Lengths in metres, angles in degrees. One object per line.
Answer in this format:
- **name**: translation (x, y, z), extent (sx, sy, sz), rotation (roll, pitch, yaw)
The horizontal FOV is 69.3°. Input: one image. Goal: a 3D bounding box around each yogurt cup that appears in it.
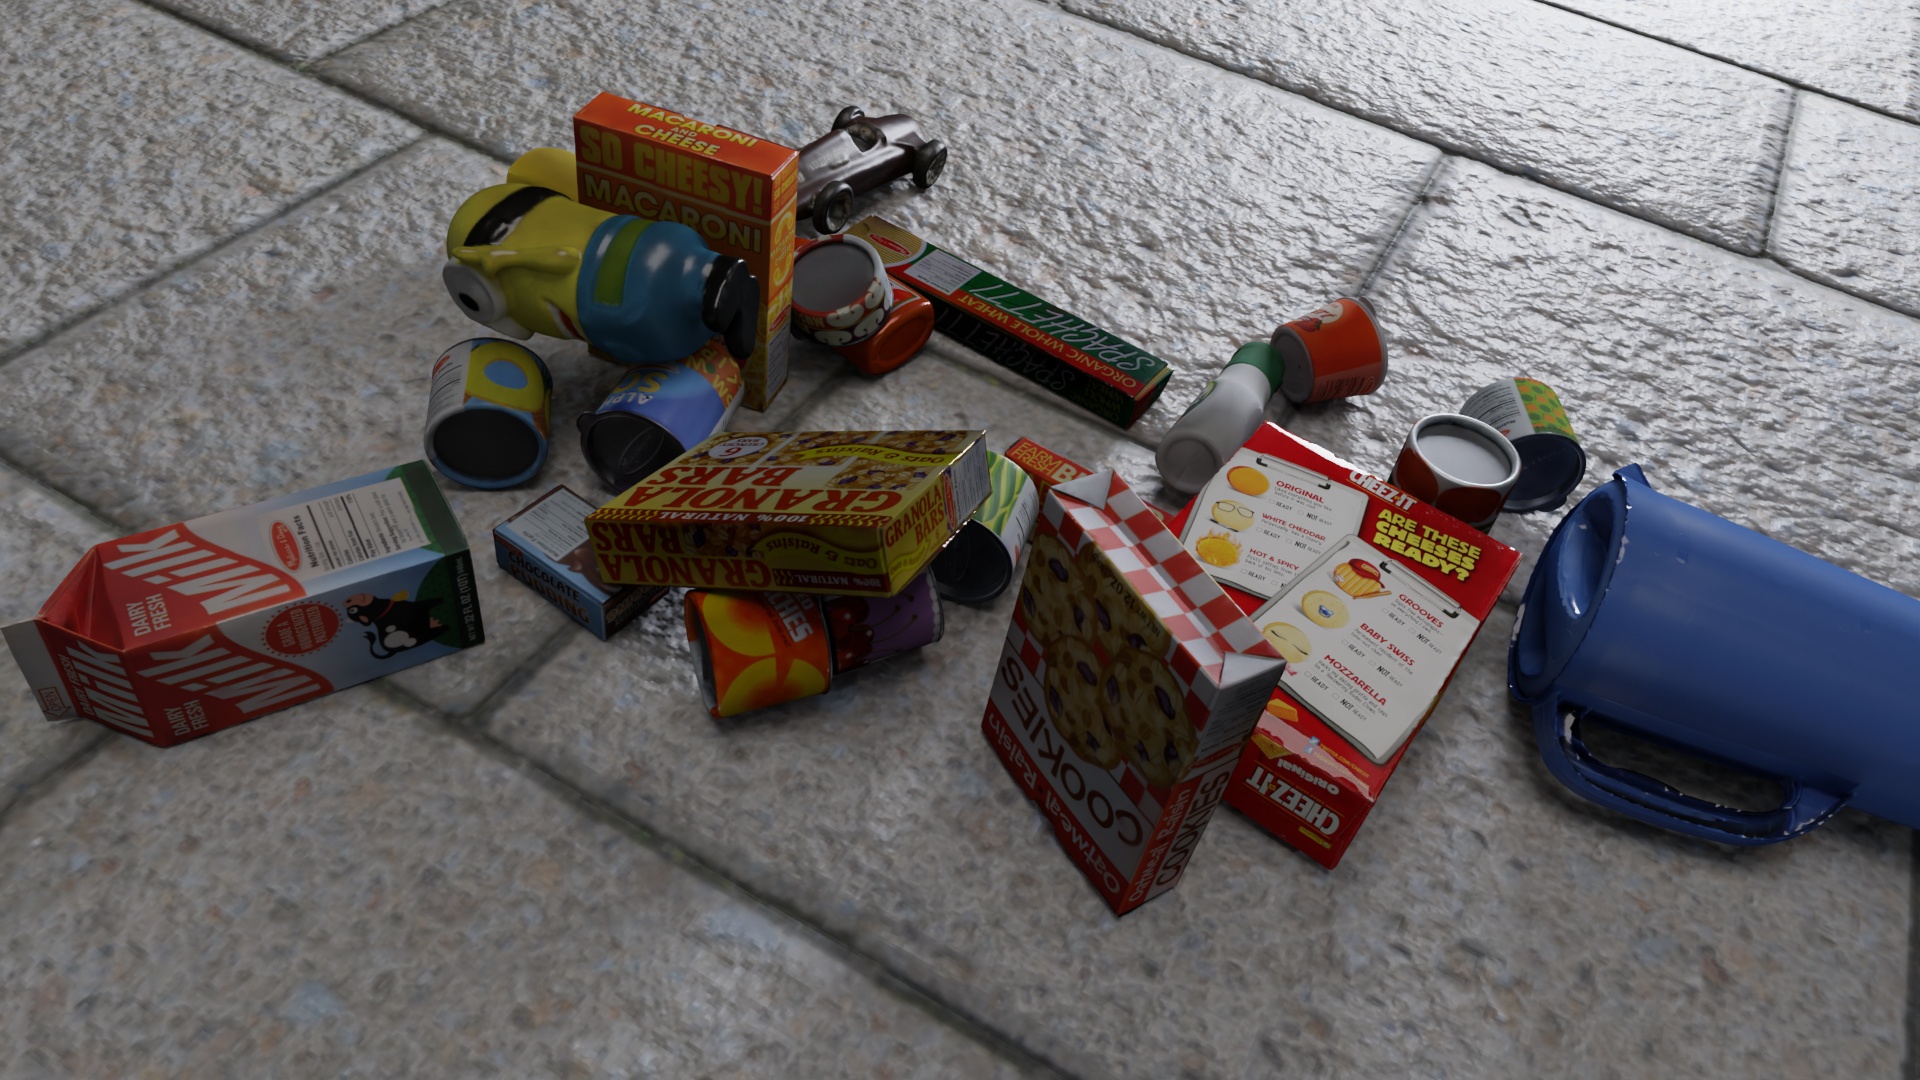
- **yogurt cup**: translation (0.243, -0.124, 0.927), extent (0.054, 0.072, 0.072), rotation (-17, 50, -15)

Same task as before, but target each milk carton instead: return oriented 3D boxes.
- **milk carton**: translation (-0.336, 0.033, 0.661), extent (0.191, 0.072, 0.074), rotation (-19, 52, -28)

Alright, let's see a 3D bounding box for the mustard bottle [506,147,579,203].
- **mustard bottle**: translation (-0.225, -0.207, 0.928), extent (0.160, 0.065, 0.049), rotation (26, 52, 8)

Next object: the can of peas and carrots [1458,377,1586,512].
- **can of peas and carrots**: translation (0.356, -0.060, 0.883), extent (0.071, 0.070, 0.059), rotation (6, 44, -4)

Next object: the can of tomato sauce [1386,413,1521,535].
- **can of tomato sauce**: translation (0.283, -0.022, 0.818), extent (0.071, 0.082, 0.071), rotation (5, 45, -5)

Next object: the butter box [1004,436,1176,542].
- **butter box**: translation (0.068, -0.013, 0.792), extent (0.103, 0.052, 0.024), rotation (30, 46, 19)

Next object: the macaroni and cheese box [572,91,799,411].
- **macaroni and cheese box**: translation (-0.162, -0.169, 0.825), extent (0.124, 0.165, 0.040), rotation (19, 45, 8)

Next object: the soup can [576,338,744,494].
- **soup can**: translation (-0.171, -0.074, 0.797), extent (0.071, 0.071, 0.084), rotation (15, 44, 5)

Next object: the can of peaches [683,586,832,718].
- **can of peaches**: translation (-0.101, 0.049, 0.687), extent (0.058, 0.070, 0.071), rotation (-12, 49, -20)

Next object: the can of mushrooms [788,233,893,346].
- **can of mushrooms**: translation (-0.079, -0.156, 0.869), extent (0.071, 0.033, 0.071), rotation (-4, 62, 8)

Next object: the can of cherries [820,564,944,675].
- **can of cherries**: translation (-0.048, 0.032, 0.717), extent (0.058, 0.071, 0.072), rotation (-18, 51, -18)

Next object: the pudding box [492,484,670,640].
- **pudding box**: translation (-0.201, 0.011, 0.736), extent (0.084, 0.030, 0.050), rotation (31, 47, 19)

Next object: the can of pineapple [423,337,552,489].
- **can of pineapple**: translation (-0.263, -0.070, 0.781), extent (0.071, 0.070, 0.058), rotation (-2, 47, -12)

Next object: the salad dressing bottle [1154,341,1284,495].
- **salad dressing bottle**: translation (0.168, -0.081, 0.876), extent (0.044, 0.064, 0.148), rotation (34, 40, 7)

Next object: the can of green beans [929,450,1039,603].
- **can of green beans**: translation (0.005, -0.009, 0.767), extent (0.071, 0.070, 0.058), rotation (18, 45, 8)

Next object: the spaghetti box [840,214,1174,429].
- **spaghetti box**: translation (0.023, -0.151, 0.937), extent (0.250, 0.028, 0.050), rotation (31, 48, 19)

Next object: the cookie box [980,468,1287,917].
- **cookie box**: translation (0.069, 0.072, 0.628), extent (0.040, 0.166, 0.123), rotation (-17, 50, -28)

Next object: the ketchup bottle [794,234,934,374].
- **ketchup bottle**: translation (-0.090, -0.168, 0.925), extent (0.149, 0.043, 0.065), rotation (37, 58, 25)

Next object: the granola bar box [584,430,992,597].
- **granola bar box**: translation (-0.083, -0.017, 0.701), extent (0.165, 0.039, 0.125), rotation (2, 25, 25)
